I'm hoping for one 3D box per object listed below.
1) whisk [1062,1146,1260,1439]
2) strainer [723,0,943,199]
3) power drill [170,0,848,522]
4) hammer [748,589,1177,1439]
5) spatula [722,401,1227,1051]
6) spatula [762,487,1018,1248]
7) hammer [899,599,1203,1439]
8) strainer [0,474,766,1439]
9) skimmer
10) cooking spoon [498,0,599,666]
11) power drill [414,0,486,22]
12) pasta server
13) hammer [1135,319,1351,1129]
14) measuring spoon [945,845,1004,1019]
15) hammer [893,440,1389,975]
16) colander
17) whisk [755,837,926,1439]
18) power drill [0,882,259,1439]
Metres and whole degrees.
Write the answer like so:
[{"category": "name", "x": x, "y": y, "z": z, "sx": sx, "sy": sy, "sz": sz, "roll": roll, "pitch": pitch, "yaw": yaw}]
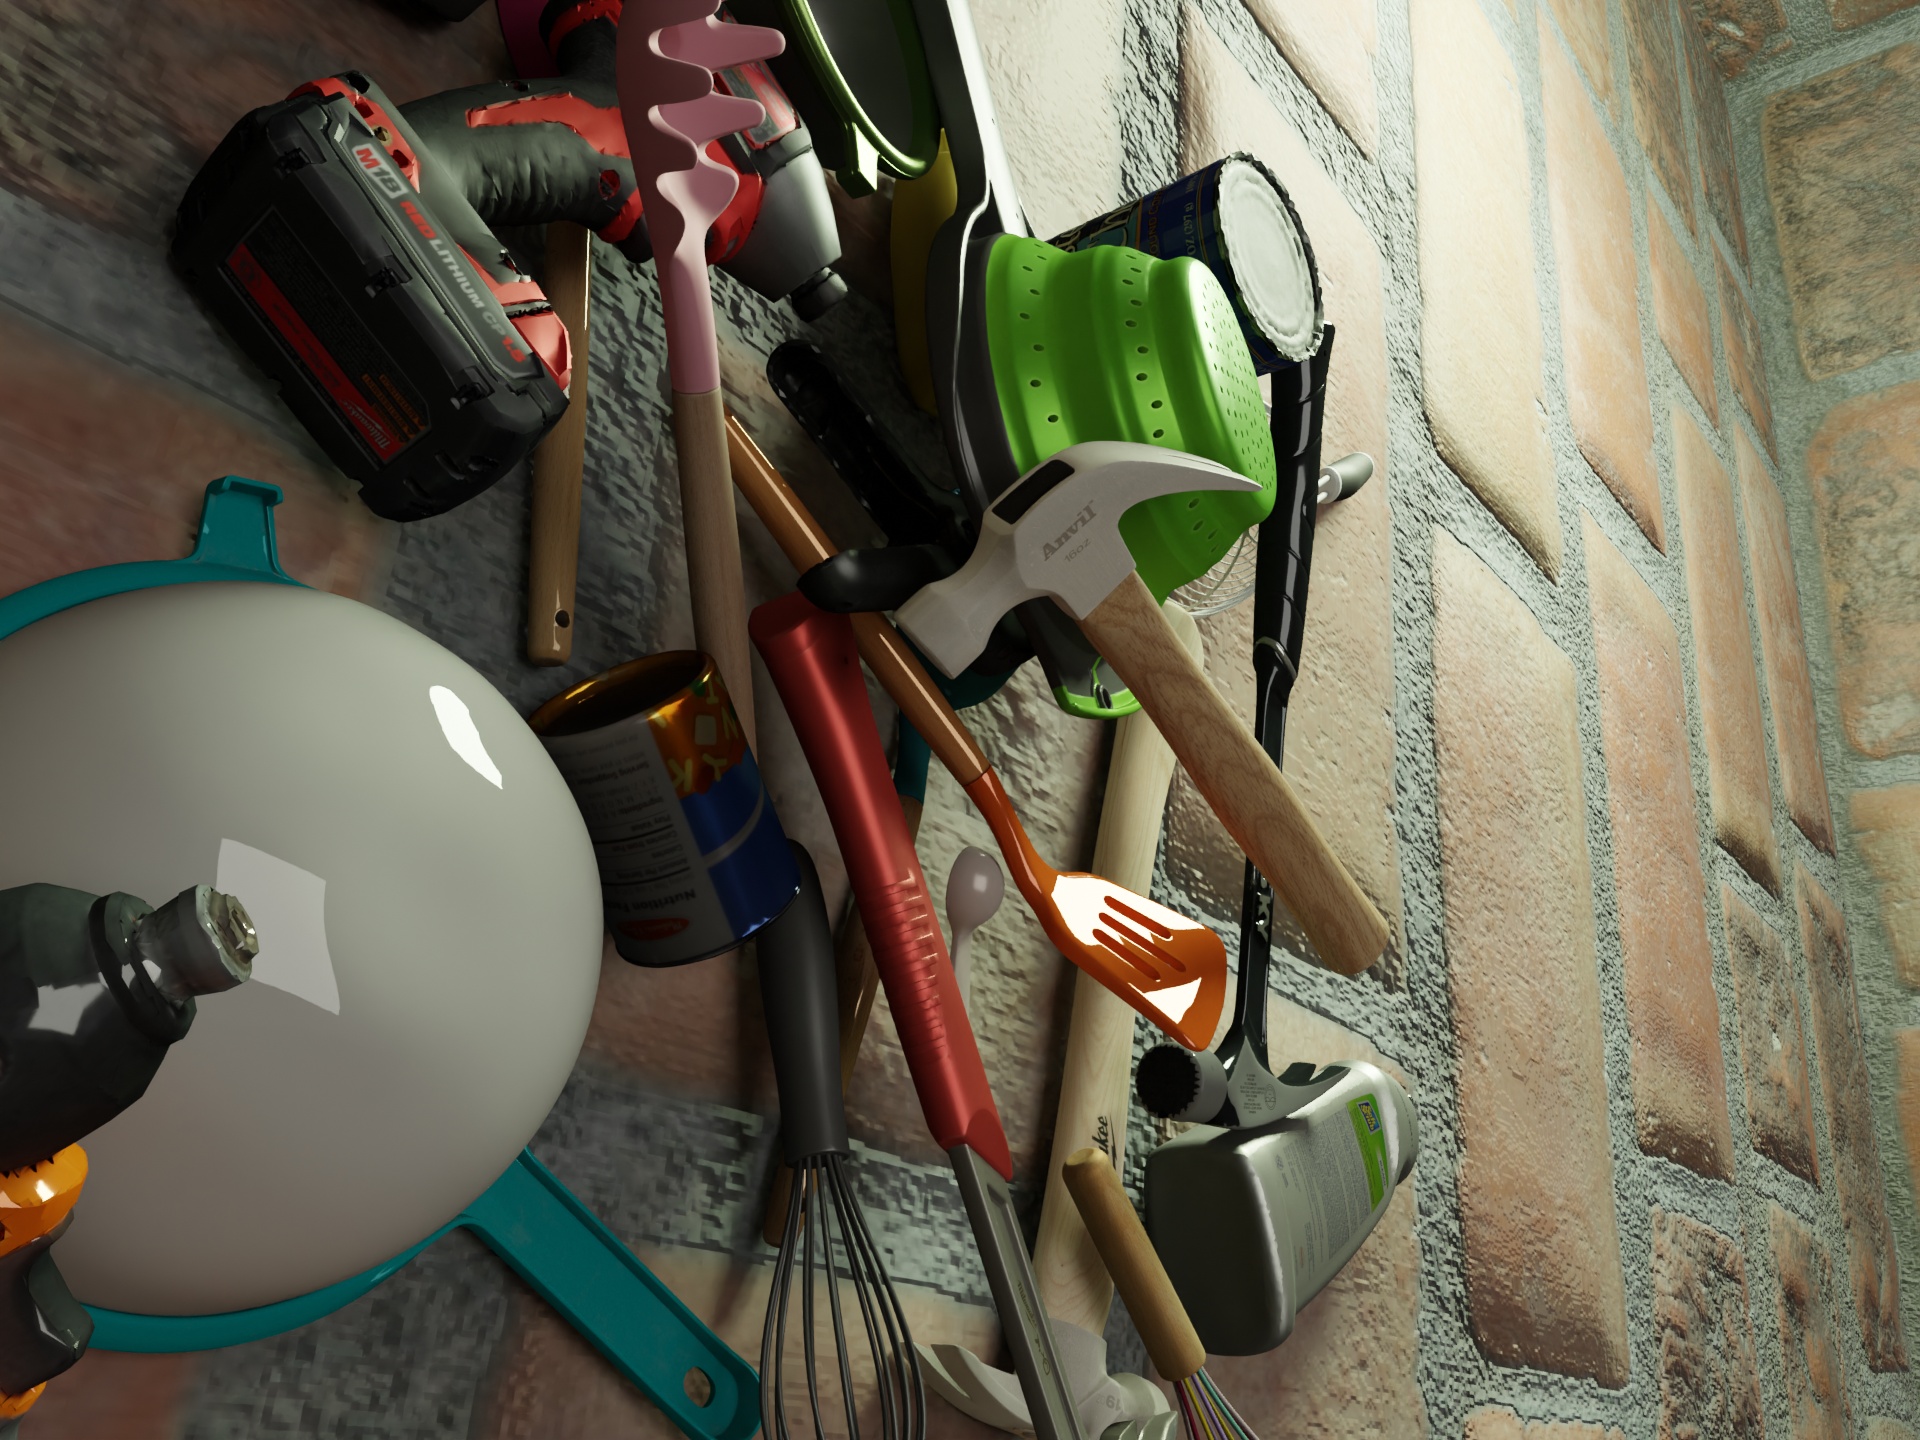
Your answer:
[{"category": "whisk", "x": 0.102, "y": 0.288, "z": 0.659, "sx": 0.047, "sy": 0.051, "sz": 0.245, "roll": -32, "pitch": 99, "yaw": -45}, {"category": "strainer", "x": -0.090, "y": -0.325, "z": 0.618, "sx": 0.256, "sy": 0.069, "sz": 0.152, "roll": 64, "pitch": 24, "yaw": -24}, {"category": "power drill", "x": -0.126, "y": -0.164, "z": 0.525, "sx": 0.143, "sy": 0.078, "sz": 0.220, "roll": 55, "pitch": 45, "yaw": -16}, {"category": "hammer", "x": -0.003, "y": 0.122, "z": 0.582, "sx": 0.149, "sy": 0.037, "sz": 0.359, "roll": -2, "pitch": 73, "yaw": -71}, {"category": "spatula", "x": -0.001, "y": -0.002, "z": 0.628, "sx": 0.322, "sy": 0.041, "sz": 0.081, "roll": 54, "pitch": 28, "yaw": -12}, {"category": "spatula", "x": -0.023, "y": 0.052, "z": 0.637, "sx": 0.082, "sy": 0.044, "sz": 0.318, "roll": 36, "pitch": 53, "yaw": -30}, {"category": "hammer", "x": 0.064, "y": 0.112, "z": 0.738, "sx": 0.146, "sy": 0.038, "sz": 0.411, "roll": 38, "pitch": 50, "yaw": -37}, {"category": "strainer", "x": -0.133, "y": 0.099, "z": 0.436, "sx": 0.340, "sy": 0.095, "sz": 0.211, "roll": 55, "pitch": 42, "yaw": -24}, {"category": "skimmer", "x": 0.184, "y": -0.144, "z": 0.969, "sx": 0.363, "sy": 0.090, "sz": 0.127, "roll": -32, "pitch": 136, "yaw": -63}, {"category": "cooking spoon", "x": -0.141, "y": -0.172, "z": 0.576, "sx": 0.068, "sy": 0.017, "sz": 0.319, "roll": 17, "pitch": 66, "yaw": -47}, {"category": "power drill", "x": -0.113, "y": -0.313, "z": 0.482, "sx": 0.080, "sy": 0.228, "sz": 0.191, "roll": 26, "pitch": 59, "yaw": -46}, {"category": "pasta server", "x": -0.074, "y": -0.079, "z": 0.503, "sx": 0.060, "sy": 0.040, "sz": 0.316, "roll": -67, "pitch": 160, "yaw": -56}, {"category": "hammer", "x": 0.157, "y": -0.008, "z": 0.783, "sx": 0.149, "sy": 0.036, "sz": 0.409, "roll": 20, "pitch": 73, "yaw": -48}, {"category": "measuring spoon", "x": 0.005, "y": 0.113, "z": 0.648, "sx": 0.034, "sy": 0.018, "sz": 0.124, "roll": -6, "pitch": 101, "yaw": -65}, {"category": "hammer", "x": 0.108, "y": 0.013, "z": 0.647, "sx": 0.130, "sy": 0.031, "sz": 0.331, "roll": -44, "pitch": 131, "yaw": -2}, {"category": "colander", "x": 0.052, "y": -0.203, "z": 0.660, "sx": 0.204, "sy": 0.094, "sz": 0.397, "roll": -5, "pitch": 80, "yaw": -67}, {"category": "whisk", "x": -0.050, "y": 0.151, "z": 0.549, "sx": 0.055, "sy": 0.055, "sz": 0.239, "roll": 24, "pitch": 48, "yaw": -47}, {"category": "power drill", "x": -0.183, "y": 0.146, "z": 0.314, "sx": 0.164, "sy": 0.084, "sz": 0.226, "roll": -25, "pitch": 103, "yaw": -10}]
